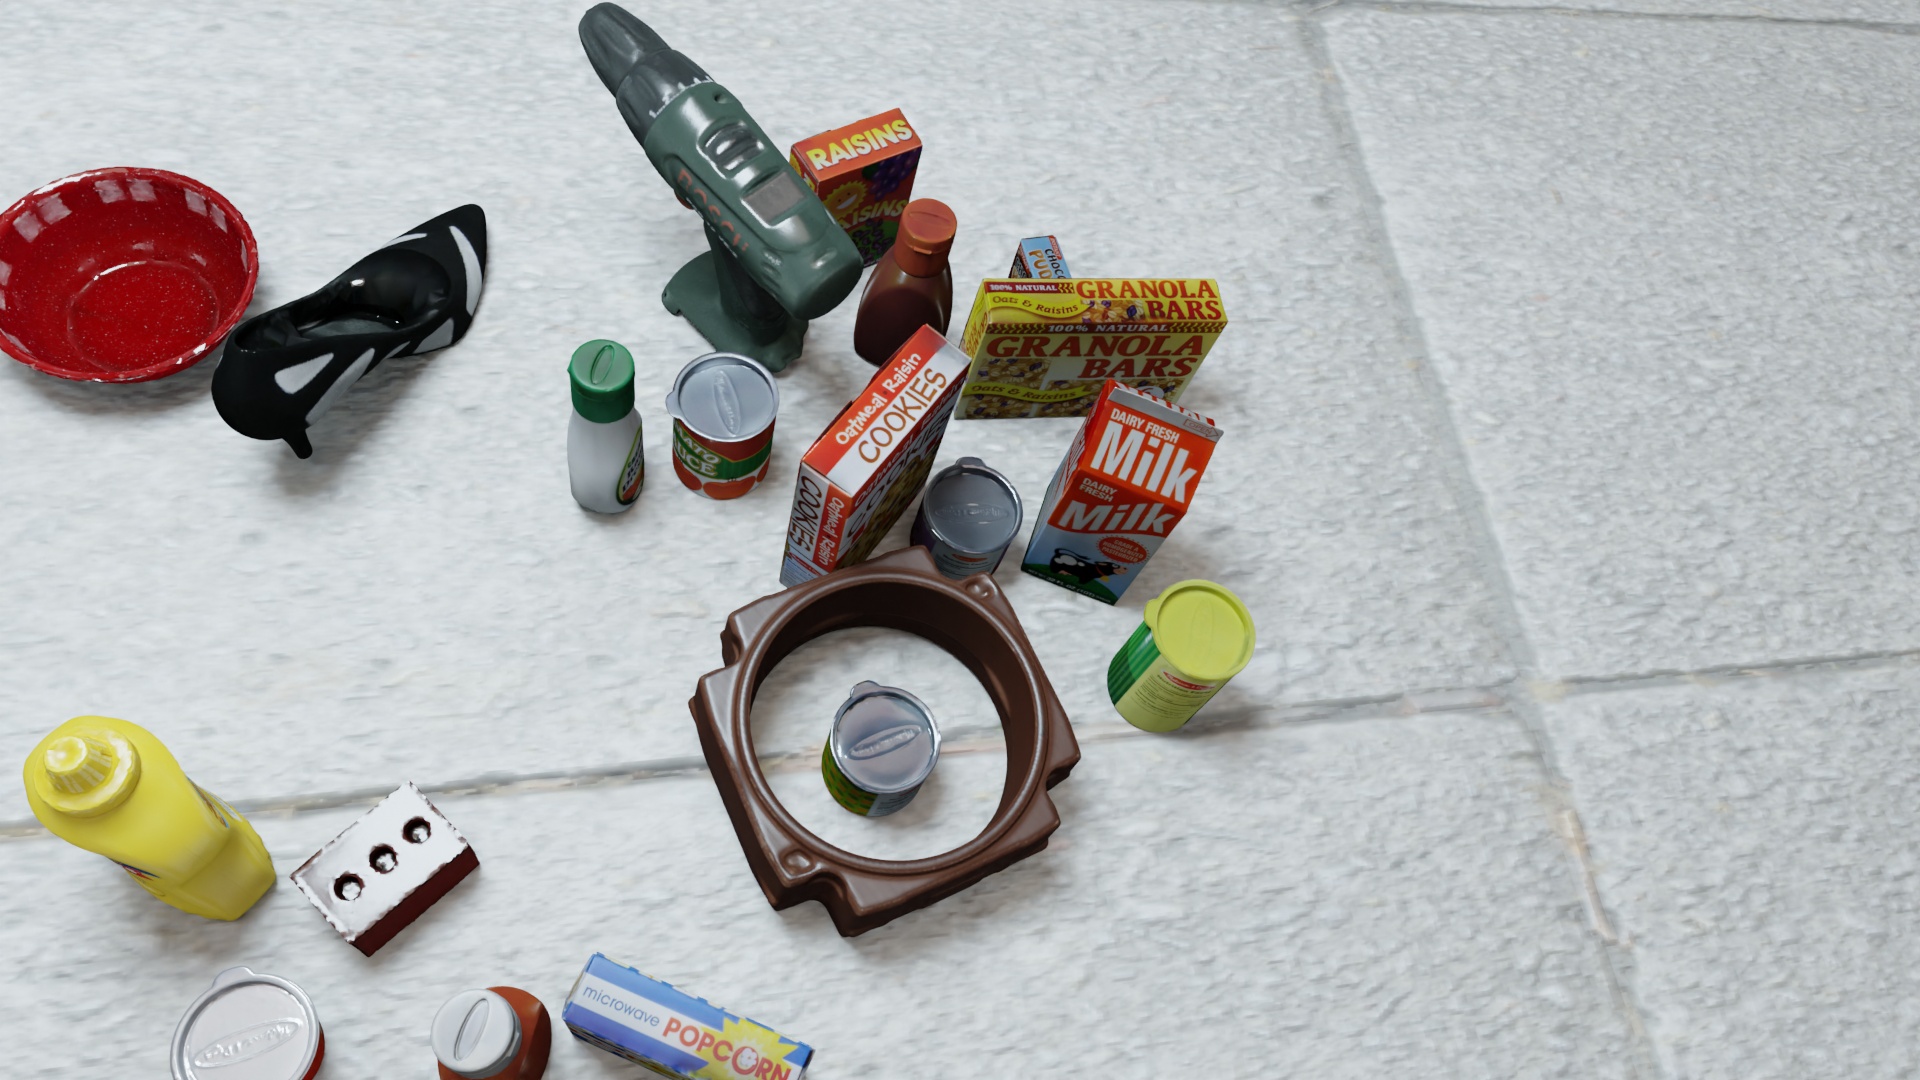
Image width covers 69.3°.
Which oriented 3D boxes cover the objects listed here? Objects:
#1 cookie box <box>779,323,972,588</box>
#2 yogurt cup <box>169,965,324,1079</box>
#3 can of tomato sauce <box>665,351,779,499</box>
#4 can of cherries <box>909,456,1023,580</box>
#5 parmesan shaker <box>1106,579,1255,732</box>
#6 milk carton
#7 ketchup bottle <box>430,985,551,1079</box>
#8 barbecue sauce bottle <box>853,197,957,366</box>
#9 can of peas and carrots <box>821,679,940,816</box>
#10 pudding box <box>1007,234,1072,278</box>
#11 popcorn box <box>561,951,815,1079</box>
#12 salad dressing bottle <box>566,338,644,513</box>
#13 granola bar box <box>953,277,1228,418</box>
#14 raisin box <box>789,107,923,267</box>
[{"bbox_3d":[-0.057,-0.042,0.865,0.040,0.166,0.123,35,62,6],"label":"cookie box"},{"bbox_3d":[-0.361,0.260,0.713,0.072,0.053,0.072,5,63,-10],"label":"yogurt cup"},{"bbox_3d":[-0.156,-0.072,0.906,0.071,0.082,0.071,5,63,-10],"label":"can of tomato sauce"},{"bbox_3d":[0.003,-0.012,0.924,0.071,0.058,0.072,5,63,-10],"label":"can of cherries"},{"bbox_3d":[0.135,0.074,0.885,0.071,0.102,0.071,5,64,-10],"label":"parmesan shaker"},{"bbox_3d":[0.102,-0.036,0.883,0.072,0.189,0.074,21,62,-2],"label":"milk carton"},{"bbox_3d":[-0.233,0.252,0.691,0.043,0.148,0.065,19,62,-3],"label":"ketchup bottle"},{"bbox_3d":[-0.033,-0.171,0.945,0.065,0.148,0.044,14,62,-5],"label":"barbecue sauce bottle"},{"bbox_3d":[-0.051,0.127,0.844,0.071,0.058,0.071,5,63,-10],"label":"can of peas and carrots"},{"bbox_3d":[0.065,-0.177,1.025,0.030,0.049,0.084,-10,67,-17],"label":"pudding box"},{"bbox_3d":[-0.145,0.266,0.739,0.127,0.085,0.038,24,62,0],"label":"popcorn box"},{"bbox_3d":[-0.218,-0.069,0.854,0.044,0.147,0.064,16,62,-4],"label":"salad dressing bottle"},{"bbox_3d":[0.084,-0.133,0.965,0.166,0.123,0.039,-2,65,-13],"label":"granola bar box"},{"bbox_3d":[-0.080,-0.240,0.983,0.086,0.122,0.040,-26,72,-22],"label":"raisin box"}]
